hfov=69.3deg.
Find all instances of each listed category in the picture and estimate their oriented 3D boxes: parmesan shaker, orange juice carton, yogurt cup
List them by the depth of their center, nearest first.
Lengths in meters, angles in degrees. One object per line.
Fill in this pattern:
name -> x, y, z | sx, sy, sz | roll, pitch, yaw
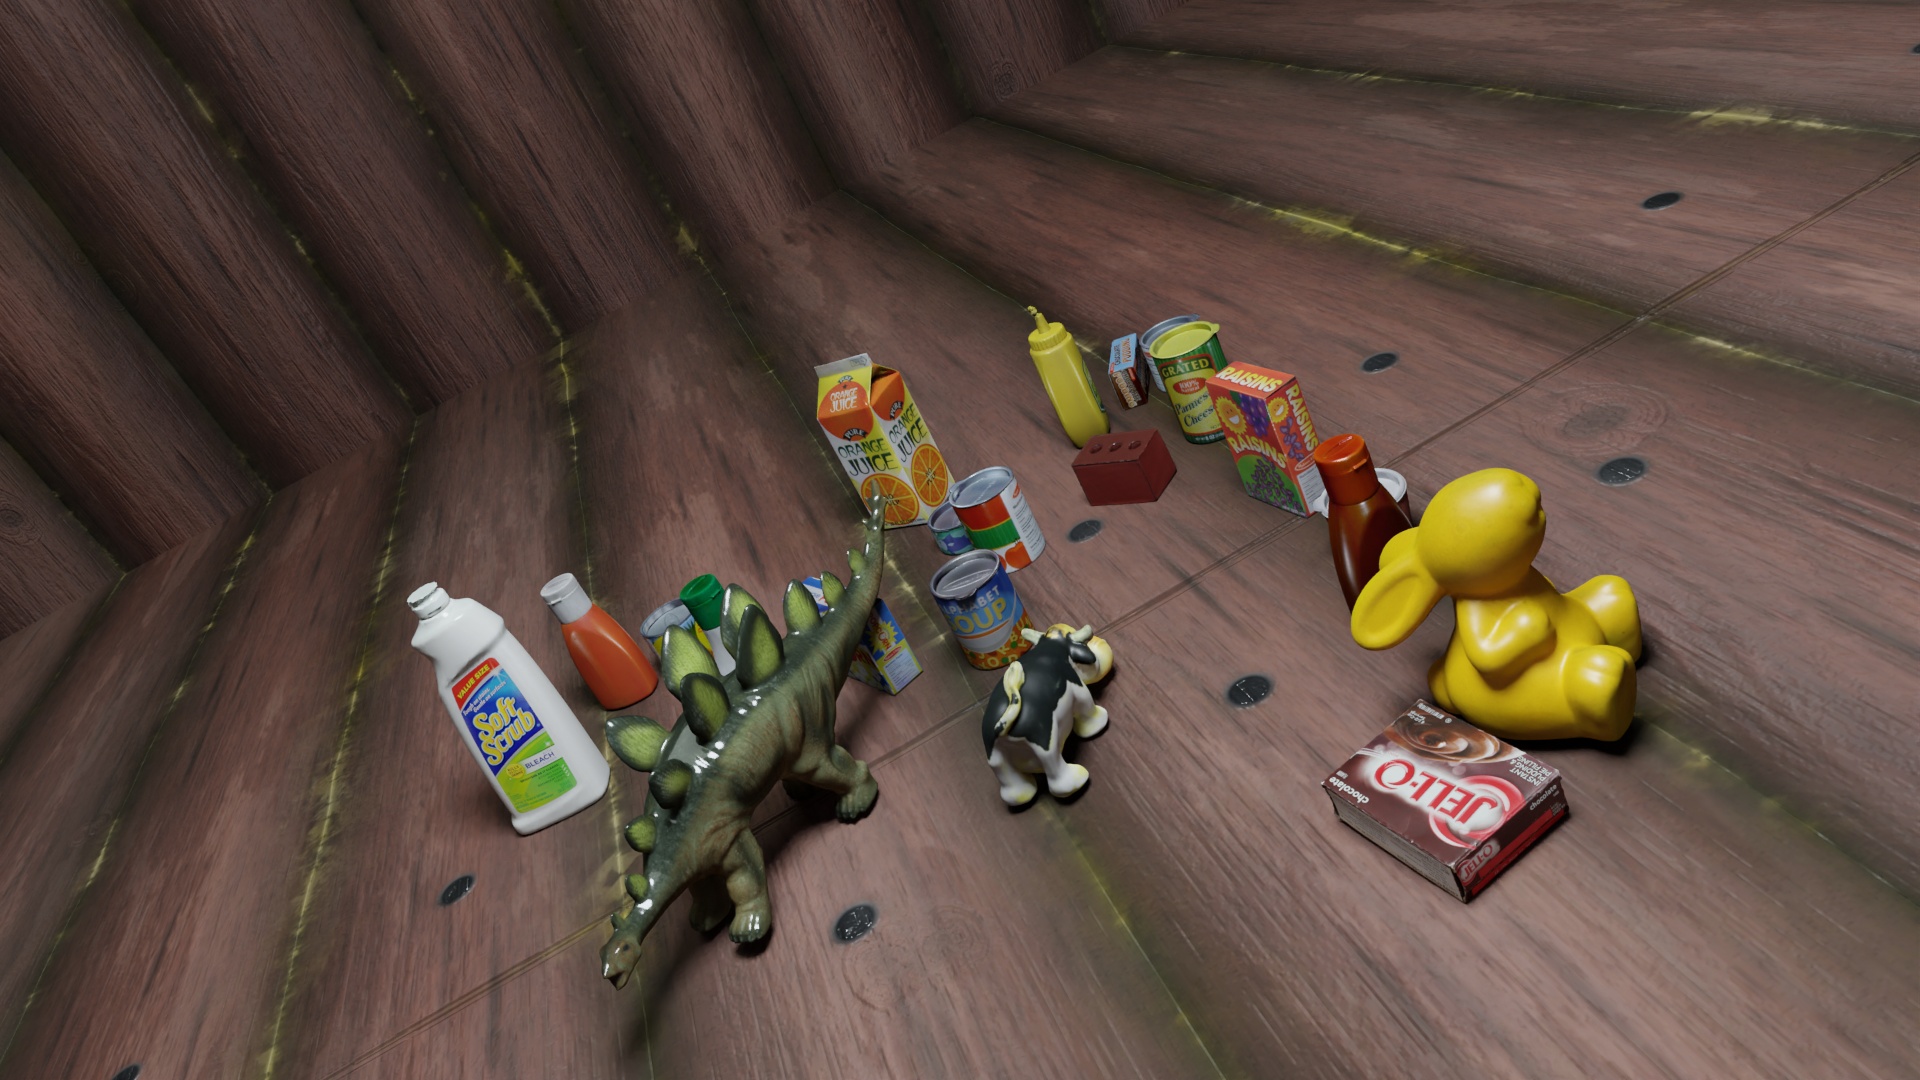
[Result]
yogurt cup -> 0.323, -0.017, 1.094 | 0.072, 0.053, 0.073 | -21, 27, 12
parmesan shaker -> 0.236, -0.154, 1.360 | 0.071, 0.102, 0.071 | -21, 27, 12
orange juice carton -> -0.085, -0.110, 1.473 | 0.071, 0.192, 0.073 | -8, 32, 33

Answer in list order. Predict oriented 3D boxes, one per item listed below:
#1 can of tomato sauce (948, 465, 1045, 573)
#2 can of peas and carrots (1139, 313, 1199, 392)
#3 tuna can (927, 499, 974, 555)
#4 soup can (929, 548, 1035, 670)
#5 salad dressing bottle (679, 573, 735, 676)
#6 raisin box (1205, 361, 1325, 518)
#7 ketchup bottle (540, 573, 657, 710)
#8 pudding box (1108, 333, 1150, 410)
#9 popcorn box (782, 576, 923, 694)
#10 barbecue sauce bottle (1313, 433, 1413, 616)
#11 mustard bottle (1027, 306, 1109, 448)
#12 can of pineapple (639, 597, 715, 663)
can of tomato sauce -> 0.034, -0.019, 1.326 | 0.071, 0.082, 0.071 | -21, 27, 12
can of peas and carrots -> 0.235, -0.202, 1.494 | 0.071, 0.058, 0.071 | -21, 27, 12
tuna can -> 0.005, -0.018, 1.406 | 0.071, 0.032, 0.071 | -21, 27, 12
soup can -> 0.020, 0.062, 1.196 | 0.071, 0.083, 0.072 | -21, 27, 12
salad dressing bottle -> -0.203, 0.098, 1.264 | 0.044, 0.147, 0.064 | -3, 36, 40
raisin box -> 0.267, -0.088, 1.193 | 0.040, 0.123, 0.086 | -34, 27, -13
ketchup bottle -> -0.369, 0.102, 1.405 | 0.064, 0.148, 0.044 | -21, 27, 12
pudding box -> 0.185, -0.186, 1.520 | 0.030, 0.049, 0.084 | -17, 29, 20
popcorn box -> -0.099, 0.085, 1.262 | 0.038, 0.085, 0.127 | -41, 30, -25
barbecue sauce bottle -> 0.293, -0.006, 0.997 | 0.065, 0.148, 0.044 | -34, 27, -13
mustard bottle -> 0.108, -0.175, 1.450 | 0.049, 0.159, 0.065 | -22, 27, 10
can of pineapple -> -0.286, 0.099, 1.434 | 0.071, 0.057, 0.071 | -21, 27, 12
